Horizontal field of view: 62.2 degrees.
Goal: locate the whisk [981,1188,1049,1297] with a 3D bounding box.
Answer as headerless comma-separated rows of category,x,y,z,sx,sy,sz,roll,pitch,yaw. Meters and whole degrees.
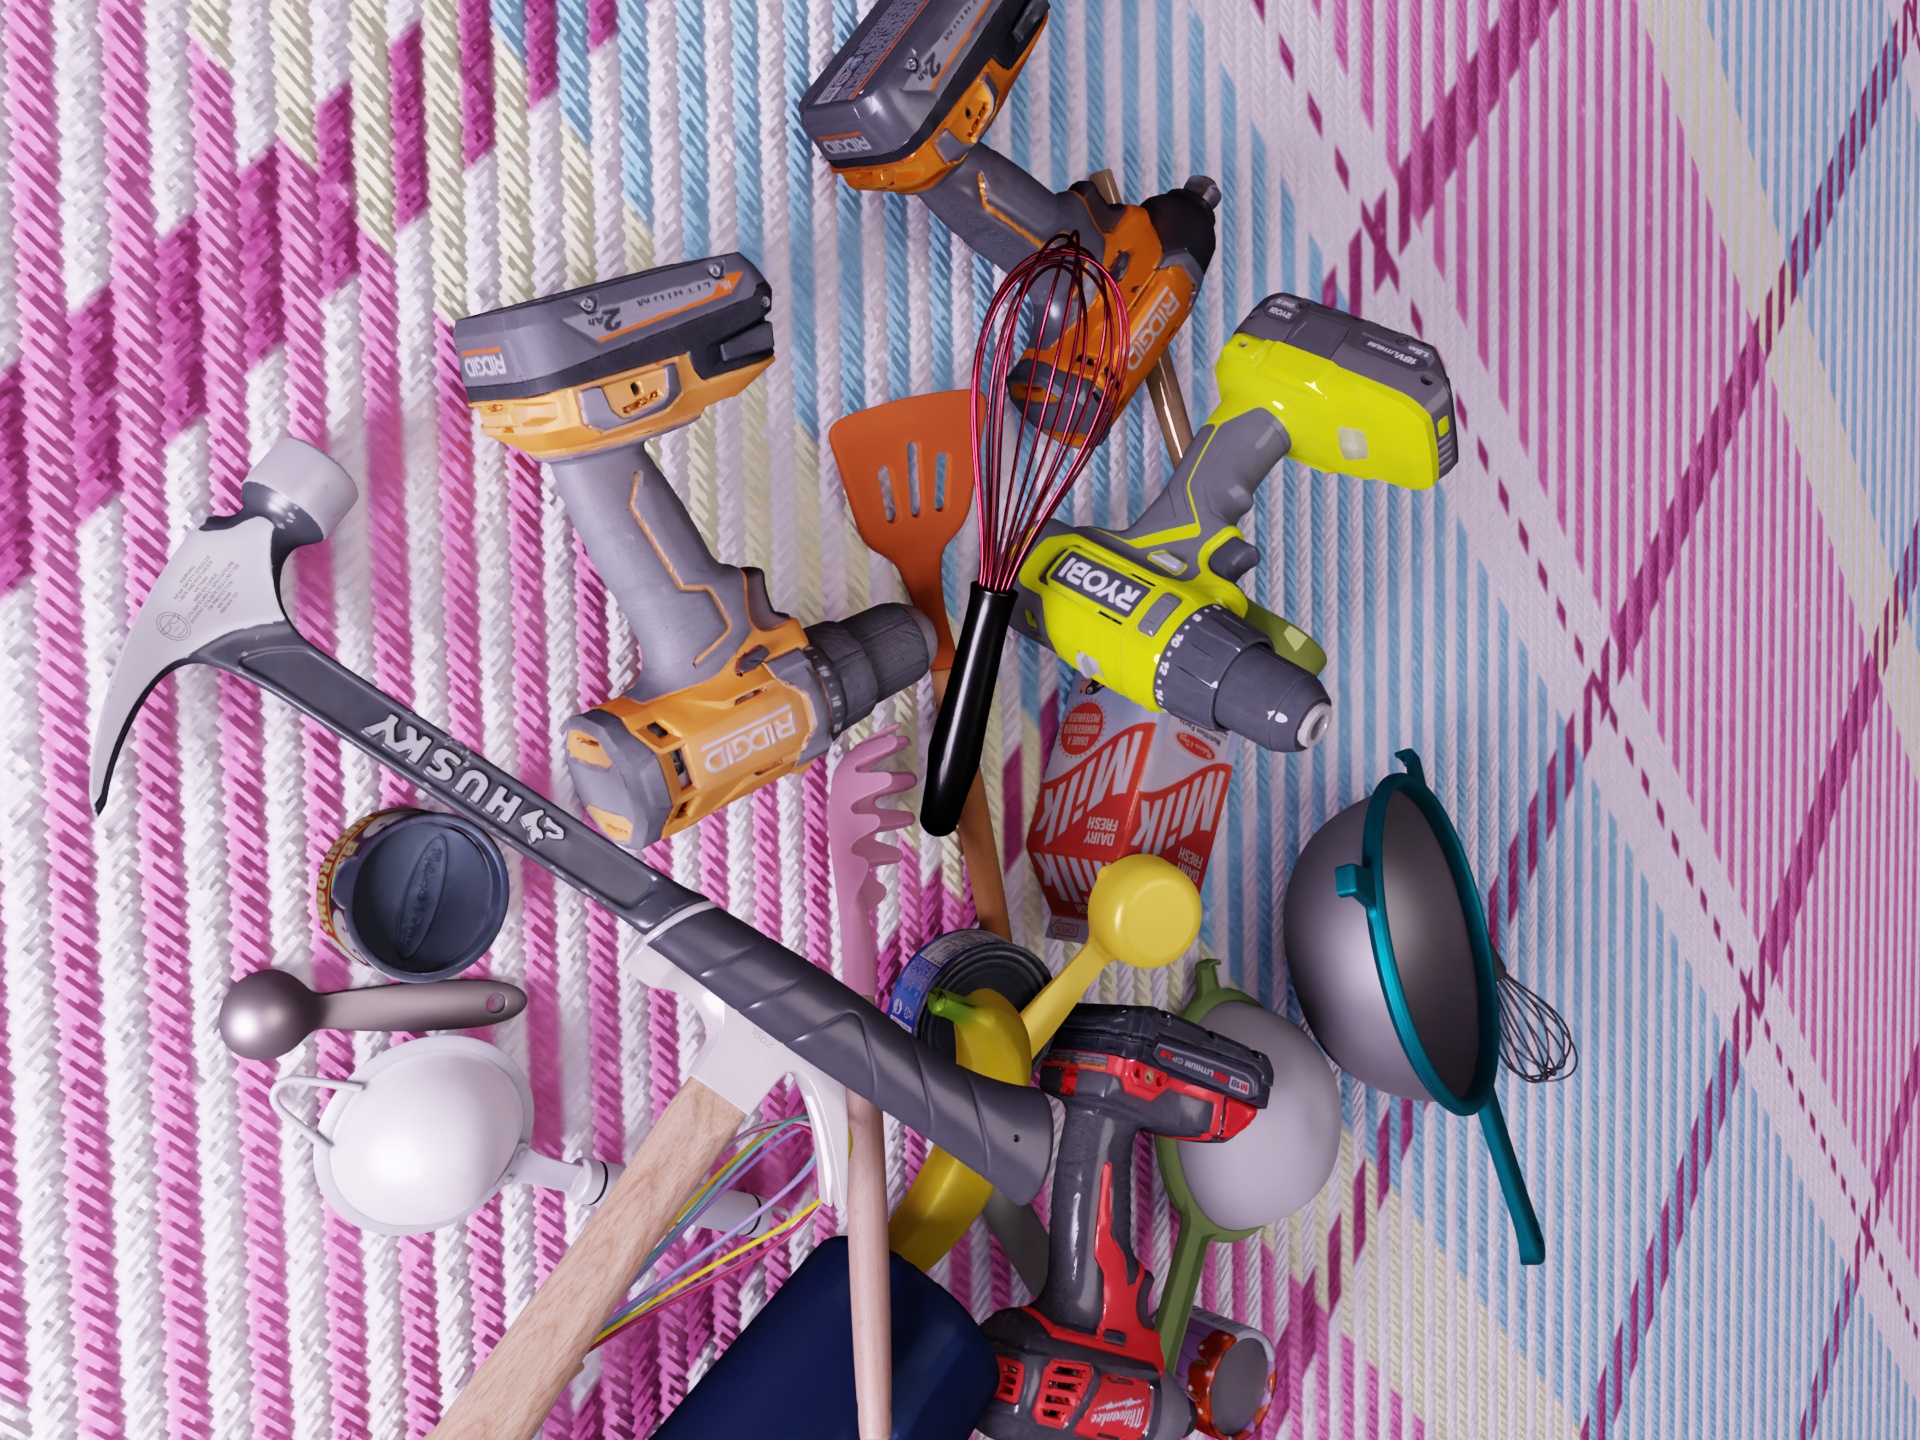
whisk,0.052,0.312,0.871,0.246,0.058,0.059,62,20,-21

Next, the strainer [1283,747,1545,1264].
strainer,0.282,0.202,1.012,0.211,0.095,0.340,-41,113,-56

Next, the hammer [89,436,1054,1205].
hammer,-0.126,0.070,0.609,0.408,0.036,0.149,37,66,-14

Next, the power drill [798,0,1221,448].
power drill,0.043,-0.269,0.798,0.226,0.084,0.164,44,75,-37

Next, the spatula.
spatula,-0.001,-0.003,0.807,0.081,0.041,0.322,-15,105,-16

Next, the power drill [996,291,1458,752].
power drill,0.151,-0.098,0.811,0.228,0.191,0.080,-49,145,-13

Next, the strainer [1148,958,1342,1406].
strainer,0.164,0.274,0.917,0.151,0.069,0.256,50,48,-31

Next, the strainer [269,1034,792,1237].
strainer,-0.164,0.193,0.672,0.258,0.050,0.087,29,88,-42

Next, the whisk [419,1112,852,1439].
whisk,-0.143,0.246,0.658,0.245,0.047,0.051,-38,156,-18

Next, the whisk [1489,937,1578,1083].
whisk,0.391,0.184,1.165,0.055,0.055,0.238,-50,119,-28

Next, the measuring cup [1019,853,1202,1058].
measuring cup,0.063,0.134,0.801,0.156,0.029,0.062,-47,111,-11

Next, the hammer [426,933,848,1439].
hammer,-0.158,0.242,0.607,0.130,0.031,0.331,38,72,-10

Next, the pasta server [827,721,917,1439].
pasta server,-0.037,0.152,0.720,0.060,0.040,0.316,68,17,-66

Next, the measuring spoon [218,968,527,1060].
measuring spoon,-0.225,0.114,0.626,0.124,0.018,0.034,5,88,-43

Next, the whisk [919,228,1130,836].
whisk,0.021,-0.081,0.752,0.073,0.073,0.295,-1,112,-42

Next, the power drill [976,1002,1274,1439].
power drill,0.087,0.268,0.829,0.143,0.078,0.220,28,68,-32

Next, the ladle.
ladle,0.137,-0.160,0.917,0.062,0.078,0.320,-23,102,-23

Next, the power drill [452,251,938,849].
power drill,-0.102,-0.080,0.686,0.185,0.084,0.226,-27,114,-35
